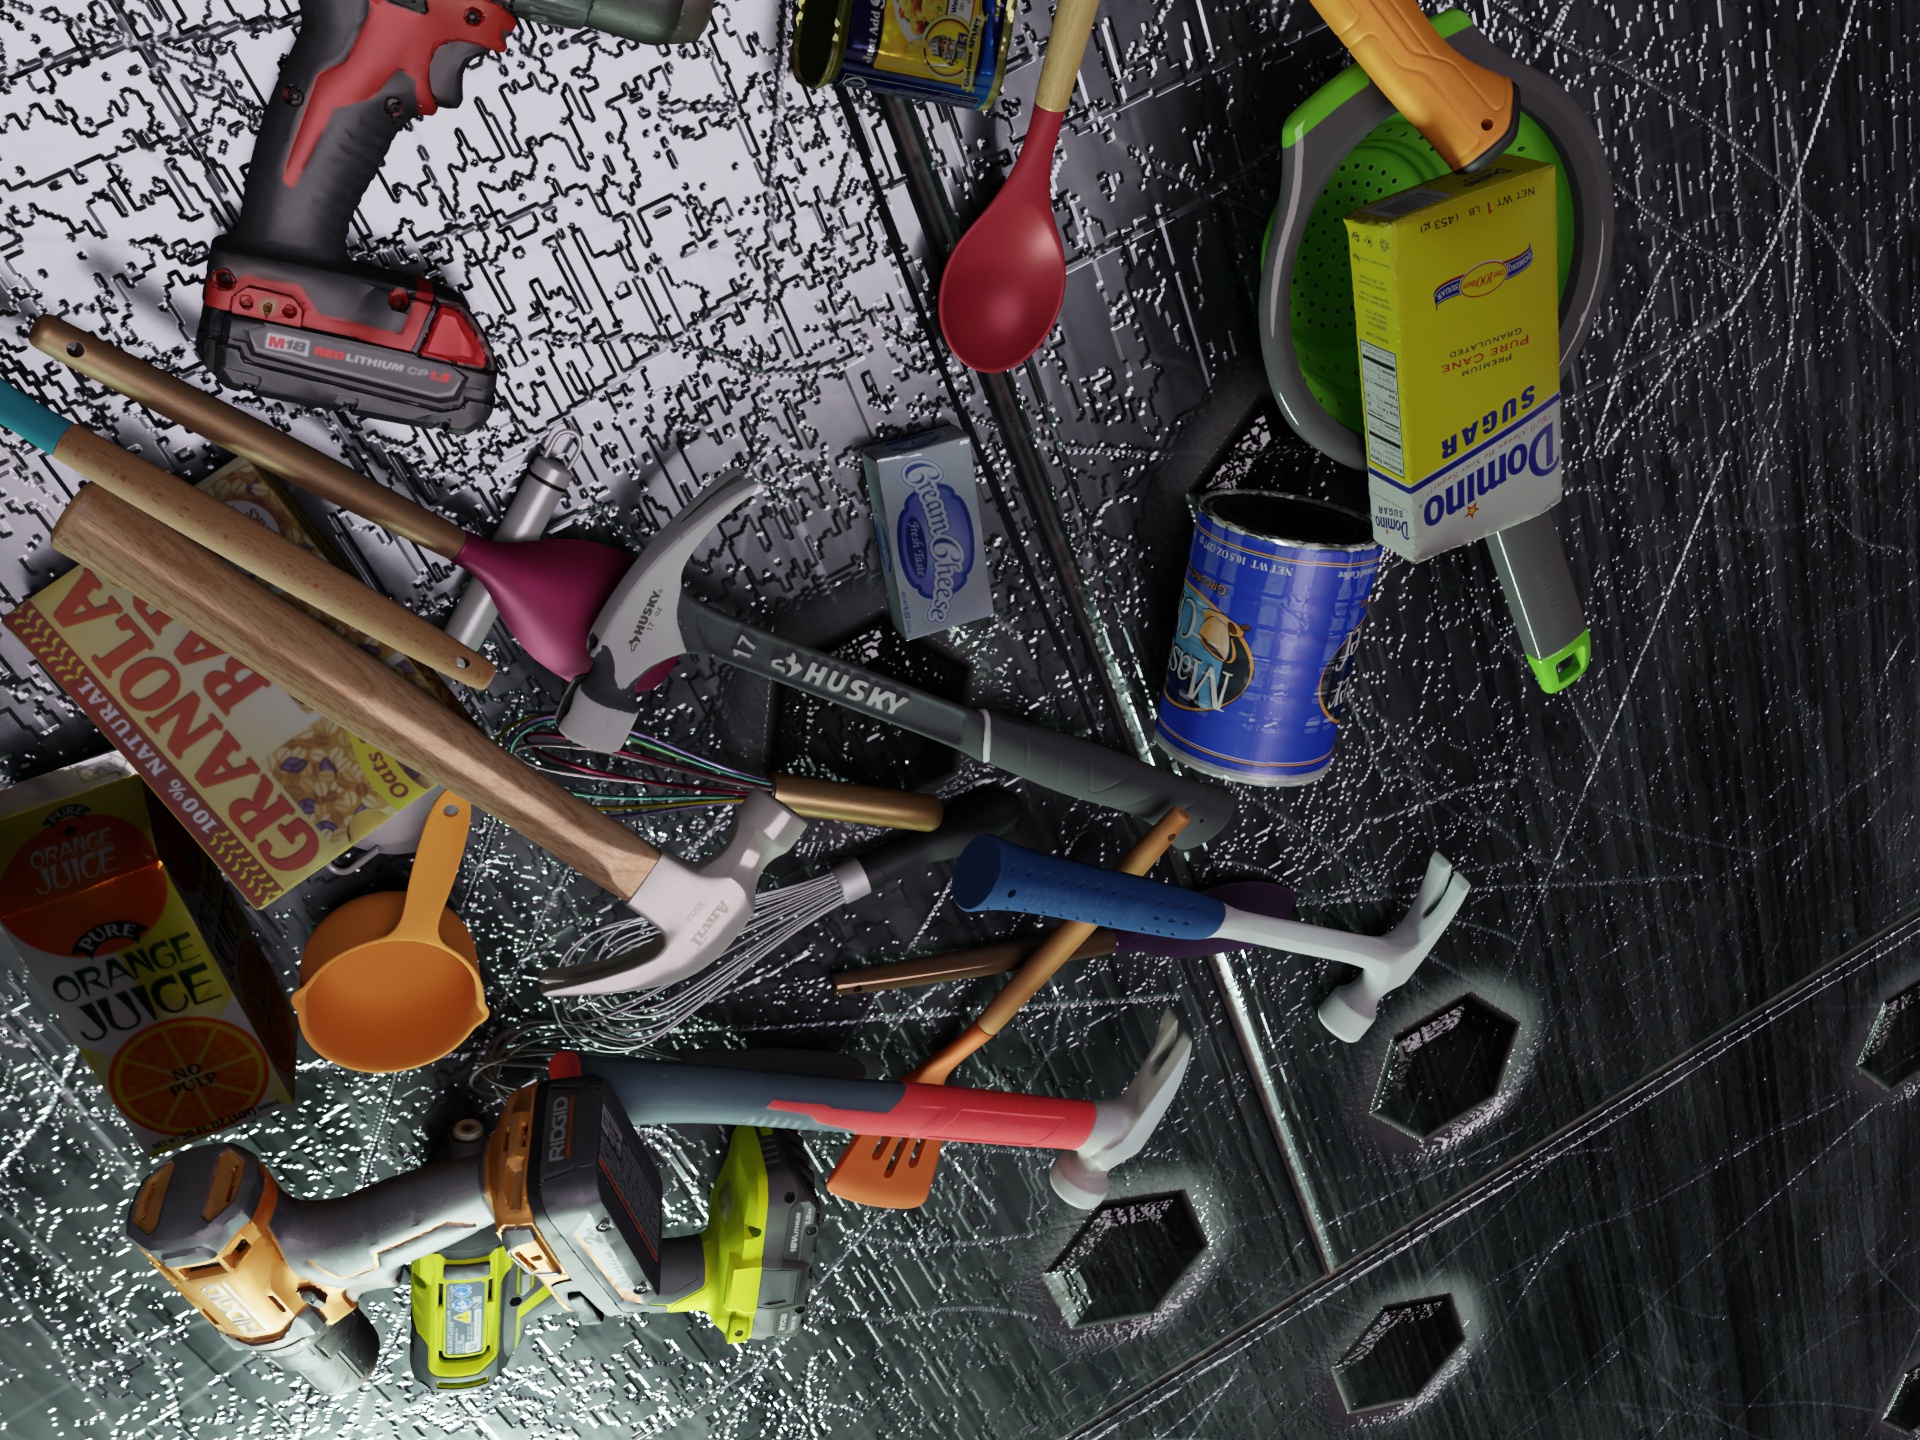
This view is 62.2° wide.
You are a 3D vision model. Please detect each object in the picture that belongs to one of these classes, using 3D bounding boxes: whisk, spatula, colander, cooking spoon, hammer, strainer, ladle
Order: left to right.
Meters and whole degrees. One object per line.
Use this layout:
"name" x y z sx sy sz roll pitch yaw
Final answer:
"spatula" -0.331 -0.097 0.635 0.317 0.044 0.082 32 72 -19
"cooking spoon" -0.243 -0.088 0.699 0.318 0.017 0.069 30 91 -43
"hammer" -0.236 0.009 0.696 0.331 0.031 0.130 36 87 -17
"strainer" -0.248 -0.027 0.764 0.086 0.050 0.258 28 98 -16
"whisk" -0.160 0.201 0.909 0.238 0.055 0.055 9 111 -31
"whisk" -0.121 0.030 0.837 0.244 0.047 0.051 9 116 -25
"whisk" -0.090 0.104 0.886 0.284 0.070 0.070 -24 121 -15
"hammer" -0.042 0.210 0.912 0.386 0.038 0.143 13 115 -31
"hammer" -0.001 -0.003 0.852 0.408 0.036 0.149 20 104 -34
"spatula" 0.034 0.175 0.960 0.081 0.041 0.322 24 114 -37
"ladle" 0.046 -0.298 0.706 0.069 0.031 0.315 -7 137 -25
"spatula" 0.071 0.139 0.989 0.315 0.018 0.059 -6 124 -21
"hammer" 0.159 0.115 0.949 0.405 0.035 0.144 16 116 -40
"hammer" 0.120 -0.367 0.685 0.127 0.034 0.336 -44 102 3
"colander" 0.260 -0.179 0.866 0.204 0.095 0.396 -34 123 -4

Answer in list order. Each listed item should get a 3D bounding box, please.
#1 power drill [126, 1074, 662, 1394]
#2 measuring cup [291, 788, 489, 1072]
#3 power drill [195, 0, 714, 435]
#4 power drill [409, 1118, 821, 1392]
"power drill" -0.267 0.269 0.799 0.226 0.084 0.185 -12 131 1
"measuring cup" -0.275 0.094 0.795 0.095 0.052 0.173 11 115 -28
"power drill" -0.211 -0.239 0.654 0.187 0.080 0.226 8 108 -26
"power drill" -0.201 0.298 0.922 0.223 0.080 0.171 1 115 -19
